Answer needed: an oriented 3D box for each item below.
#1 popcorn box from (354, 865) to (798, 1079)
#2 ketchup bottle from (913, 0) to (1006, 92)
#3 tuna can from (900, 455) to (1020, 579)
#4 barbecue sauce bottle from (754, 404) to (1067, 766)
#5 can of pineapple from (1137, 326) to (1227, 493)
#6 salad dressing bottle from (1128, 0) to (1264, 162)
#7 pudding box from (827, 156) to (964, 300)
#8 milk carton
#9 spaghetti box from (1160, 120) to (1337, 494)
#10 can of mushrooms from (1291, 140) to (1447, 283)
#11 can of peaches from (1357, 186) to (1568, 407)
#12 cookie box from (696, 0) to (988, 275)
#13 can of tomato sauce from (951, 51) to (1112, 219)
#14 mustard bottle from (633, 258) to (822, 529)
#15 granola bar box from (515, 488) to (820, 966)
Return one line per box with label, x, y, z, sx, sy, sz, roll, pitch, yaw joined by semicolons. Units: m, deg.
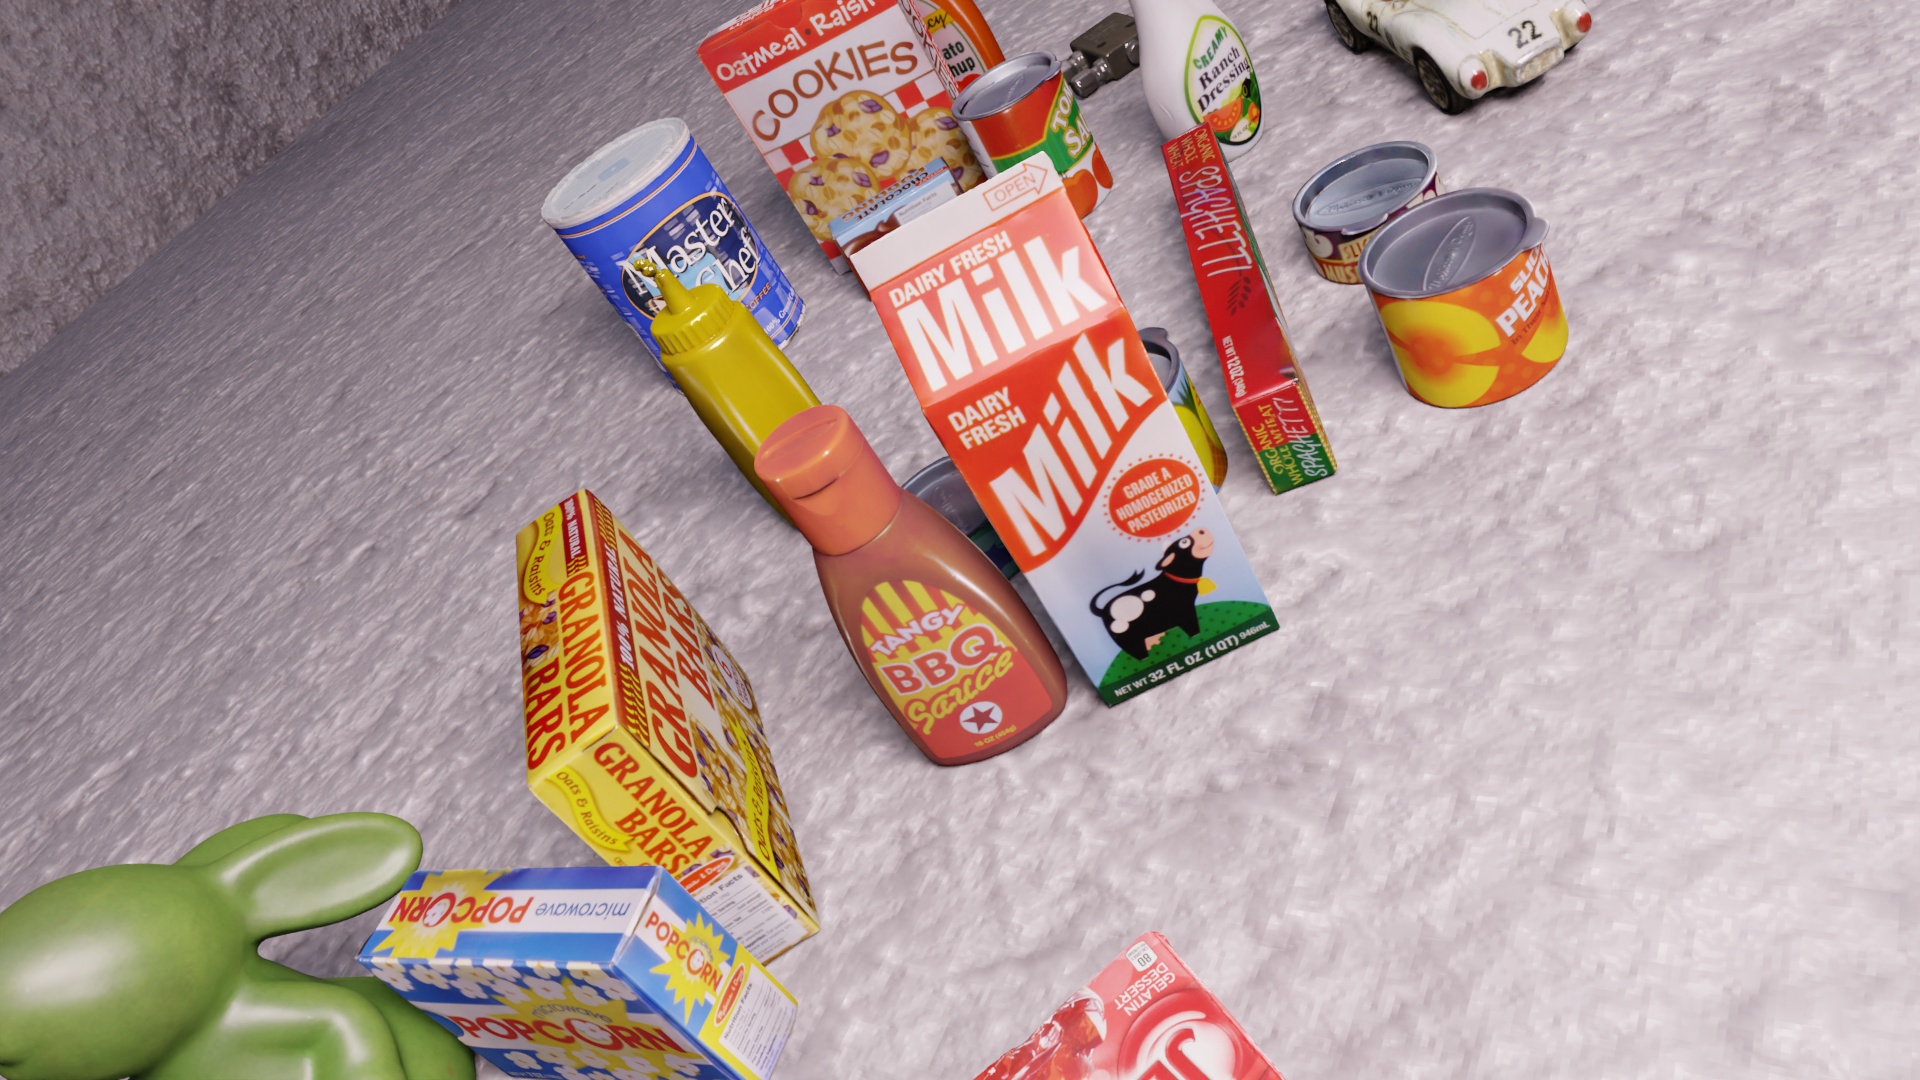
popcorn box;-0.131;0.151;0.477;0.126;0.085;0.038;-9;41;31
ketchup bottle;-0.022;-0.376;0.981;0.064;0.148;0.044;-12;40;29
tuna can;0.002;-0.008;0.612;0.071;0.032;0.071;-22;36;17
barbecue sauce bottle;-0.019;0.017;0.496;0.065;0.148;0.044;-26;35;11
can of pineapple;0.072;-0.044;0.577;0.071;0.057;0.071;-22;36;17
salad dressing bottle;0.117;-0.273;0.744;0.064;0.147;0.044;-45;36;-17
pudding box;-0.034;-0.191;0.852;0.083;0.049;0.030;-31;34;4
milk carton;0.038;-0.038;0.480;0.072;0.190;0.074;-27;35;10
spaghetti box;0.126;-0.116;0.630;0.028;0.050;0.251;-22;36;17
can of mushrooms;0.188;-0.148;0.634;0.071;0.033;0.071;-22;36;17
can of peaches;0.197;-0.093;0.537;0.071;0.058;0.071;-22;36;17
cookie box;-0.063;-0.261;0.857;0.123;0.167;0.040;-21;36;18
can of tomato sauce;0.045;-0.230;0.806;0.071;0.082;0.071;-22;36;17
mustard bottle;-0.103;-0.073;0.664;0.049;0.159;0.065;-45;36;-16
granola bar box;-0.115;0.068;0.532;0.039;0.123;0.166;-33;34;1
